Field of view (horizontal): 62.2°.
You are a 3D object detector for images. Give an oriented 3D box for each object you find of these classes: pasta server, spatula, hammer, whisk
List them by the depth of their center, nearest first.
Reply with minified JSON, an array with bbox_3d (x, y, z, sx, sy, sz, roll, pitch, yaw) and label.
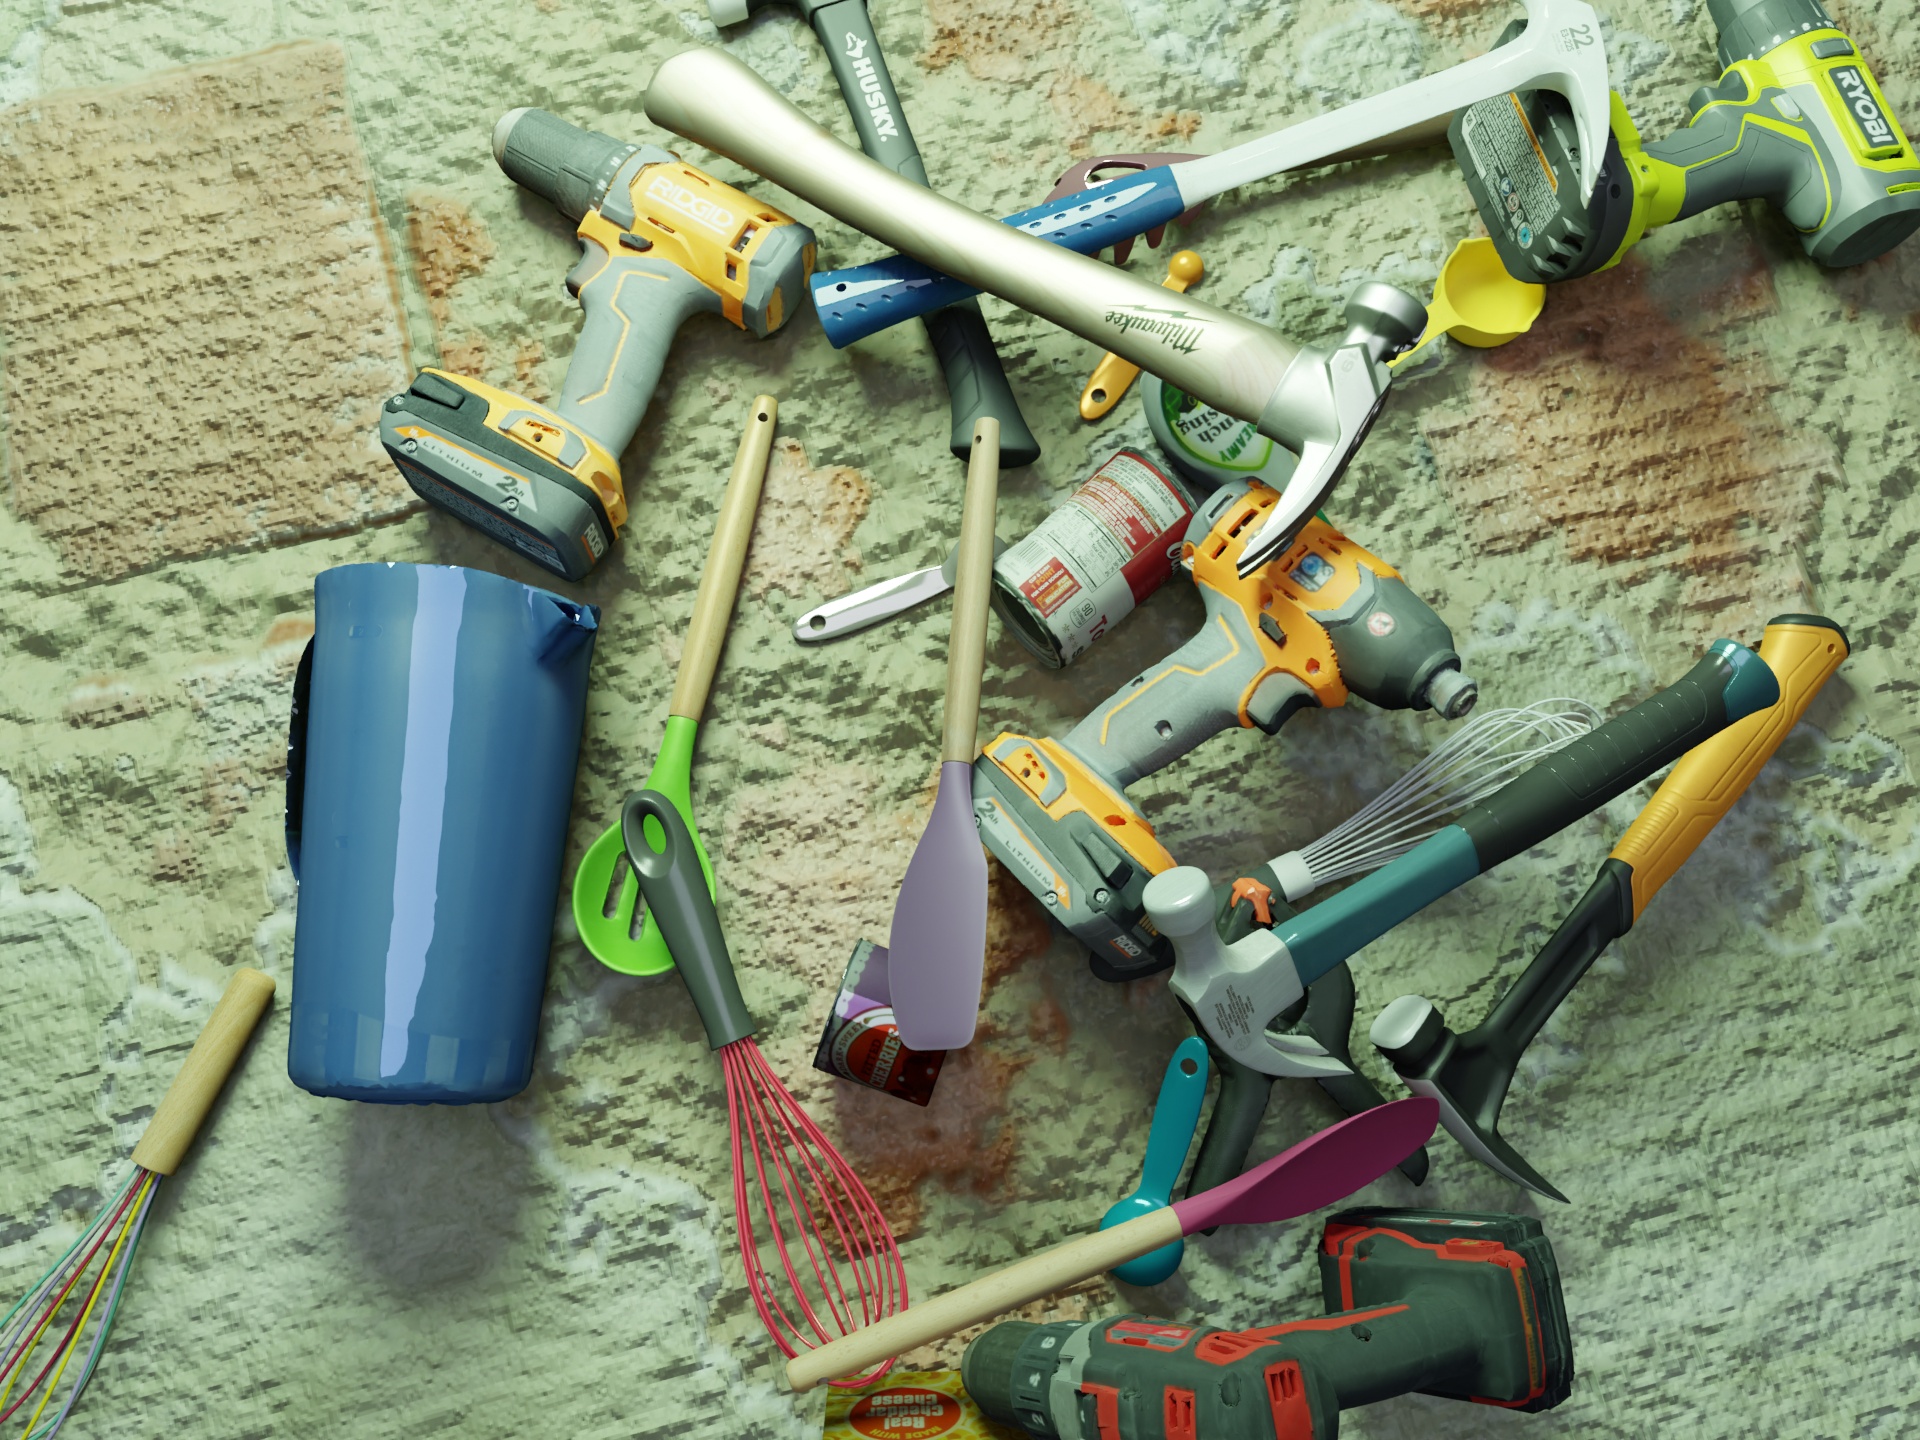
[{"bbox_3d":[0.241,0.051,0.725,0.331,0.033,0.128,-29,116,-12],"label":"hammer"},{"bbox_3d":[-0.099,0.169,0.750,0.073,0.073,0.296,-22,82,-6],"label":"whisk"},{"bbox_3d":[-0.396,0.231,0.752,0.051,0.047,0.245,26,74,-8],"label":"whisk"},{"bbox_3d":[-0.001,-0.002,0.758,0.060,0.018,0.316,-11,66,40],"label":"spatula"},{"bbox_3d":[0.008,-0.221,0.778,0.411,0.038,0.146,30,88,16],"label":"hammer"},{"bbox_3d":[0.345,0.077,0.793,0.337,0.034,0.127,-47,105,-14],"label":"hammer"},{"bbox_3d":[0.194,0.063,0.793,0.284,0.070,0.070,-25,80,-1],"label":"whisk"},{"bbox_3d":[0.121,-0.267,0.800,0.405,0.035,0.144,-18,75,8],"label":"hammer"},{"bbox_3d":[-0.024,-0.291,0.873,0.146,0.035,0.335,-19,79,-5],"label":"hammer"},{"bbox_3d":[0.199,-0.314,0.890,0.316,0.040,0.060,-14,79,-8],"label":"pasta server"}]

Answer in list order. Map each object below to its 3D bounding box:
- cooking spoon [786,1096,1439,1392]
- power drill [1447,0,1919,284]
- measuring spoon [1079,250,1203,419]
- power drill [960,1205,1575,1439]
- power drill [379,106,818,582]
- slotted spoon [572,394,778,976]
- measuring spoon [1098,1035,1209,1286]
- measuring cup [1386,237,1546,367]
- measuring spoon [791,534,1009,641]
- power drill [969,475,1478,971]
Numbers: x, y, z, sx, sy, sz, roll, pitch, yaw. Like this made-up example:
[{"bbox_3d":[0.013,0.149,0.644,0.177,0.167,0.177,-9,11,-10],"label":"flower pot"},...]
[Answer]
[{"bbox_3d":[0.074,0.235,0.718,0.319,0.068,0.017,-19,45,-9],"label":"cooking spoon"},{"bbox_3d":[0.390,-0.329,0.860,0.228,0.080,0.191,-12,72,-14],"label":"power drill"},{"bbox_3d":[0.099,-0.212,0.871,0.021,0.011,0.117,33,79,5],"label":"measuring spoon"},{"bbox_3d":[0.129,0.270,0.684,0.226,0.188,0.080,0,78,-36],"label":"power drill"},{"bbox_3d":[-0.207,-0.208,0.831,0.185,0.084,0.226,30,75,5],"label":"power drill"},{"bbox_3d":[-0.134,-0.024,0.818,0.070,0.031,0.314,15,75,-12],"label":"slotted spoon"},{"bbox_3d":[0.094,0.210,0.750,0.042,0.021,0.128,17,102,19],"label":"measuring spoon"},{"bbox_3d":[0.246,-0.207,0.867,0.156,0.029,0.062,-31,80,-5],"label":"measuring cup"},{"bbox_3d":[-0.031,-0.068,0.834,0.124,0.018,0.034,-21,80,-5],"label":"measuring spoon"},{"bbox_3d":[0.121,0.007,0.750,0.226,0.084,0.164,-47,53,0],"label":"power drill"}]
